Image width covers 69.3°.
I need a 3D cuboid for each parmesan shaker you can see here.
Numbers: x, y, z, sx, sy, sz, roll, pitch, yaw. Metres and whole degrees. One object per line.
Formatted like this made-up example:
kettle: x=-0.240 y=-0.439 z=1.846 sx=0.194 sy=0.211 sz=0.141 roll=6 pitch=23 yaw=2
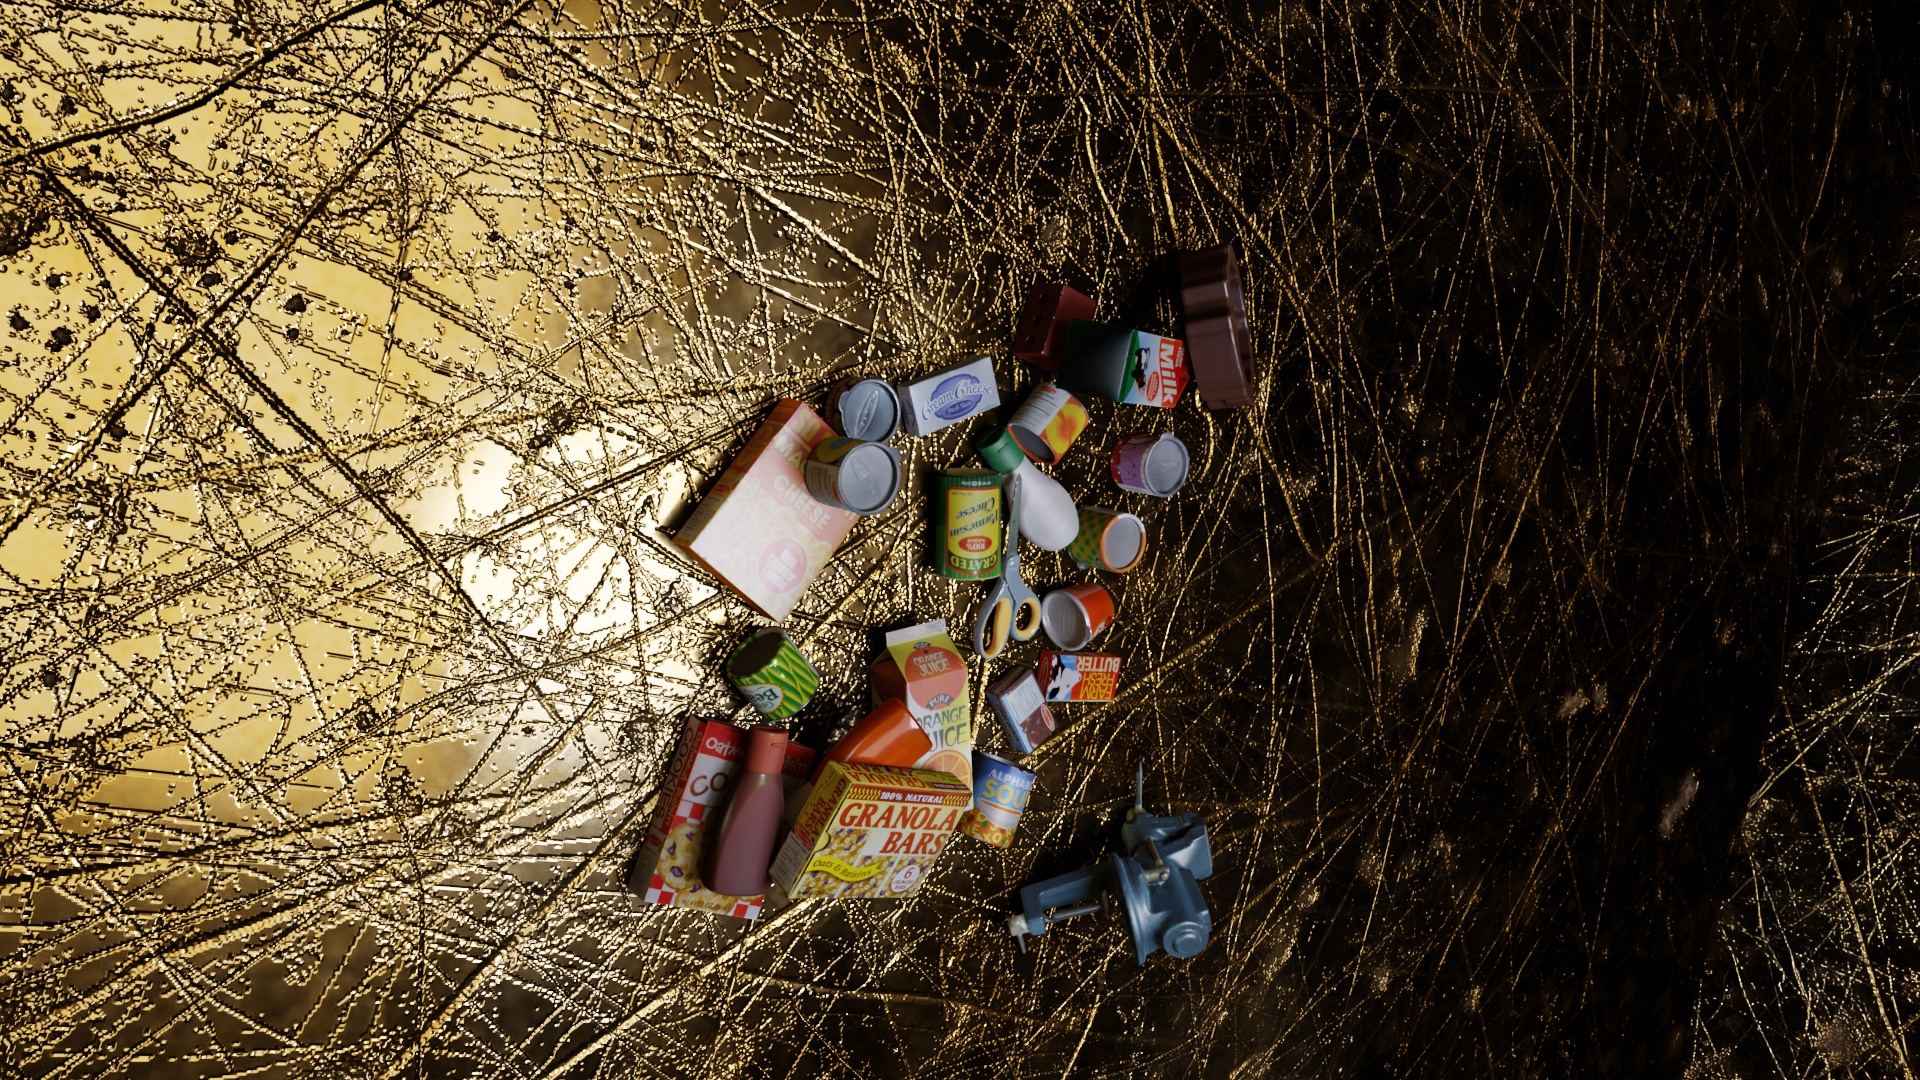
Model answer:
parmesan shaker: x=0.005 y=-0.017 z=1.377 sx=0.071 sy=0.071 sz=0.103 roll=-7 pitch=103 yaw=-36

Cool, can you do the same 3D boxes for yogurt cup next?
yogurt cup: x=0.127 y=0.078 z=1.490 sx=0.054 sy=0.072 sz=0.072 roll=-23 pitch=112 yaw=-41

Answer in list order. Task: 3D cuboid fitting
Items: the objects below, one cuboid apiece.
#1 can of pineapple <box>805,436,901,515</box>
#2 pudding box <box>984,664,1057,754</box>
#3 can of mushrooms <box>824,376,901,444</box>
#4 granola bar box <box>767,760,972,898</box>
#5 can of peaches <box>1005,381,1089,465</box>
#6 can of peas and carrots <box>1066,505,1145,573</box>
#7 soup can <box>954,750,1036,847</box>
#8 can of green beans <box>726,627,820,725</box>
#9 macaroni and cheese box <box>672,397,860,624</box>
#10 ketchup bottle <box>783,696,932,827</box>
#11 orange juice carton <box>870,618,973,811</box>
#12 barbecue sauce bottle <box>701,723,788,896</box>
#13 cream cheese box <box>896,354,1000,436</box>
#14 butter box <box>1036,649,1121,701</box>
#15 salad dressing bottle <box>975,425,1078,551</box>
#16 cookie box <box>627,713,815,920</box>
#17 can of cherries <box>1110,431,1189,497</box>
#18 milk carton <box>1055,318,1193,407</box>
can of pineapple: x=-0.095 y=-0.059 z=1.244 sx=0.071 sy=0.058 sz=0.071 roll=-9 pitch=104 yaw=-36
pudding box: x=0.065 y=0.180 z=1.482 sx=0.050 sy=0.030 sz=0.083 roll=-40 pitch=120 yaw=-26
can of mushrooms: x=-0.093 y=-0.121 z=1.302 sx=0.071 sy=0.033 sz=0.071 roll=-9 pitch=104 yaw=-36
granola bar box: x=-0.079 y=0.268 z=1.273 sx=0.165 sy=0.039 sz=0.124 roll=16 pitch=107 yaw=-48
can of peaches: x=0.090 y=-0.117 z=1.422 sx=0.058 sy=0.071 sz=0.071 roll=-51 pitch=124 yaw=-18
can of peas and carrots: x=0.157 y=0.001 z=1.500 sx=0.071 sy=0.059 sz=0.070 roll=-8 pitch=103 yaw=-36
soup can: x=0.036 y=0.271 z=1.450 sx=0.071 sy=0.071 sz=0.084 roll=23 pitch=84 yaw=-38
can of green beans: x=-0.171 y=0.122 z=1.267 sx=0.071 sy=0.071 sz=0.057 roll=-47 pitch=122 yaw=-21
macaroni and cheese box: x=-0.163 y=-0.027 z=1.262 sx=0.123 sy=0.040 sz=0.167 roll=46 pitch=71 yaw=-34
ketchup bottle: x=-0.099 y=0.213 z=1.284 sx=0.149 sy=0.043 sz=0.064 roll=-38 pitch=122 yaw=-11
orange juice carton: x=-0.039 y=0.176 z=1.374 sx=0.072 sy=0.073 sz=0.192 roll=-10 pitch=104 yaw=-33
barbecue sauce bottle: x=-0.186 y=0.240 z=1.240 sx=0.065 sy=0.043 sz=0.148 roll=11 pitch=92 yaw=-39
cream cheese box: x=-0.012 y=-0.143 z=1.367 sx=0.104 sy=0.024 sz=0.053 roll=-25 pitch=112 yaw=-32
butter box: x=0.129 y=0.150 z=1.529 sx=0.103 sy=0.024 sz=0.053 roll=5 pitch=96 yaw=-38
salad dressing bottle: x=0.068 y=-0.054 z=1.432 sx=0.064 sy=0.044 sz=0.147 roll=-42 pitch=121 yaw=-9
cookie box: x=-0.216 y=0.255 z=1.274 sx=0.123 sy=0.040 sz=0.167 roll=23 pitch=84 yaw=-38
can of cherries: x=0.207 y=-0.086 z=1.523 sx=0.072 sy=0.058 sz=0.071 roll=-8 pitch=103 yaw=-35
milk carton: x=0.176 y=-0.180 z=1.431 sx=0.191 sy=0.072 sz=0.073 roll=-5 pitch=108 yaw=-61
